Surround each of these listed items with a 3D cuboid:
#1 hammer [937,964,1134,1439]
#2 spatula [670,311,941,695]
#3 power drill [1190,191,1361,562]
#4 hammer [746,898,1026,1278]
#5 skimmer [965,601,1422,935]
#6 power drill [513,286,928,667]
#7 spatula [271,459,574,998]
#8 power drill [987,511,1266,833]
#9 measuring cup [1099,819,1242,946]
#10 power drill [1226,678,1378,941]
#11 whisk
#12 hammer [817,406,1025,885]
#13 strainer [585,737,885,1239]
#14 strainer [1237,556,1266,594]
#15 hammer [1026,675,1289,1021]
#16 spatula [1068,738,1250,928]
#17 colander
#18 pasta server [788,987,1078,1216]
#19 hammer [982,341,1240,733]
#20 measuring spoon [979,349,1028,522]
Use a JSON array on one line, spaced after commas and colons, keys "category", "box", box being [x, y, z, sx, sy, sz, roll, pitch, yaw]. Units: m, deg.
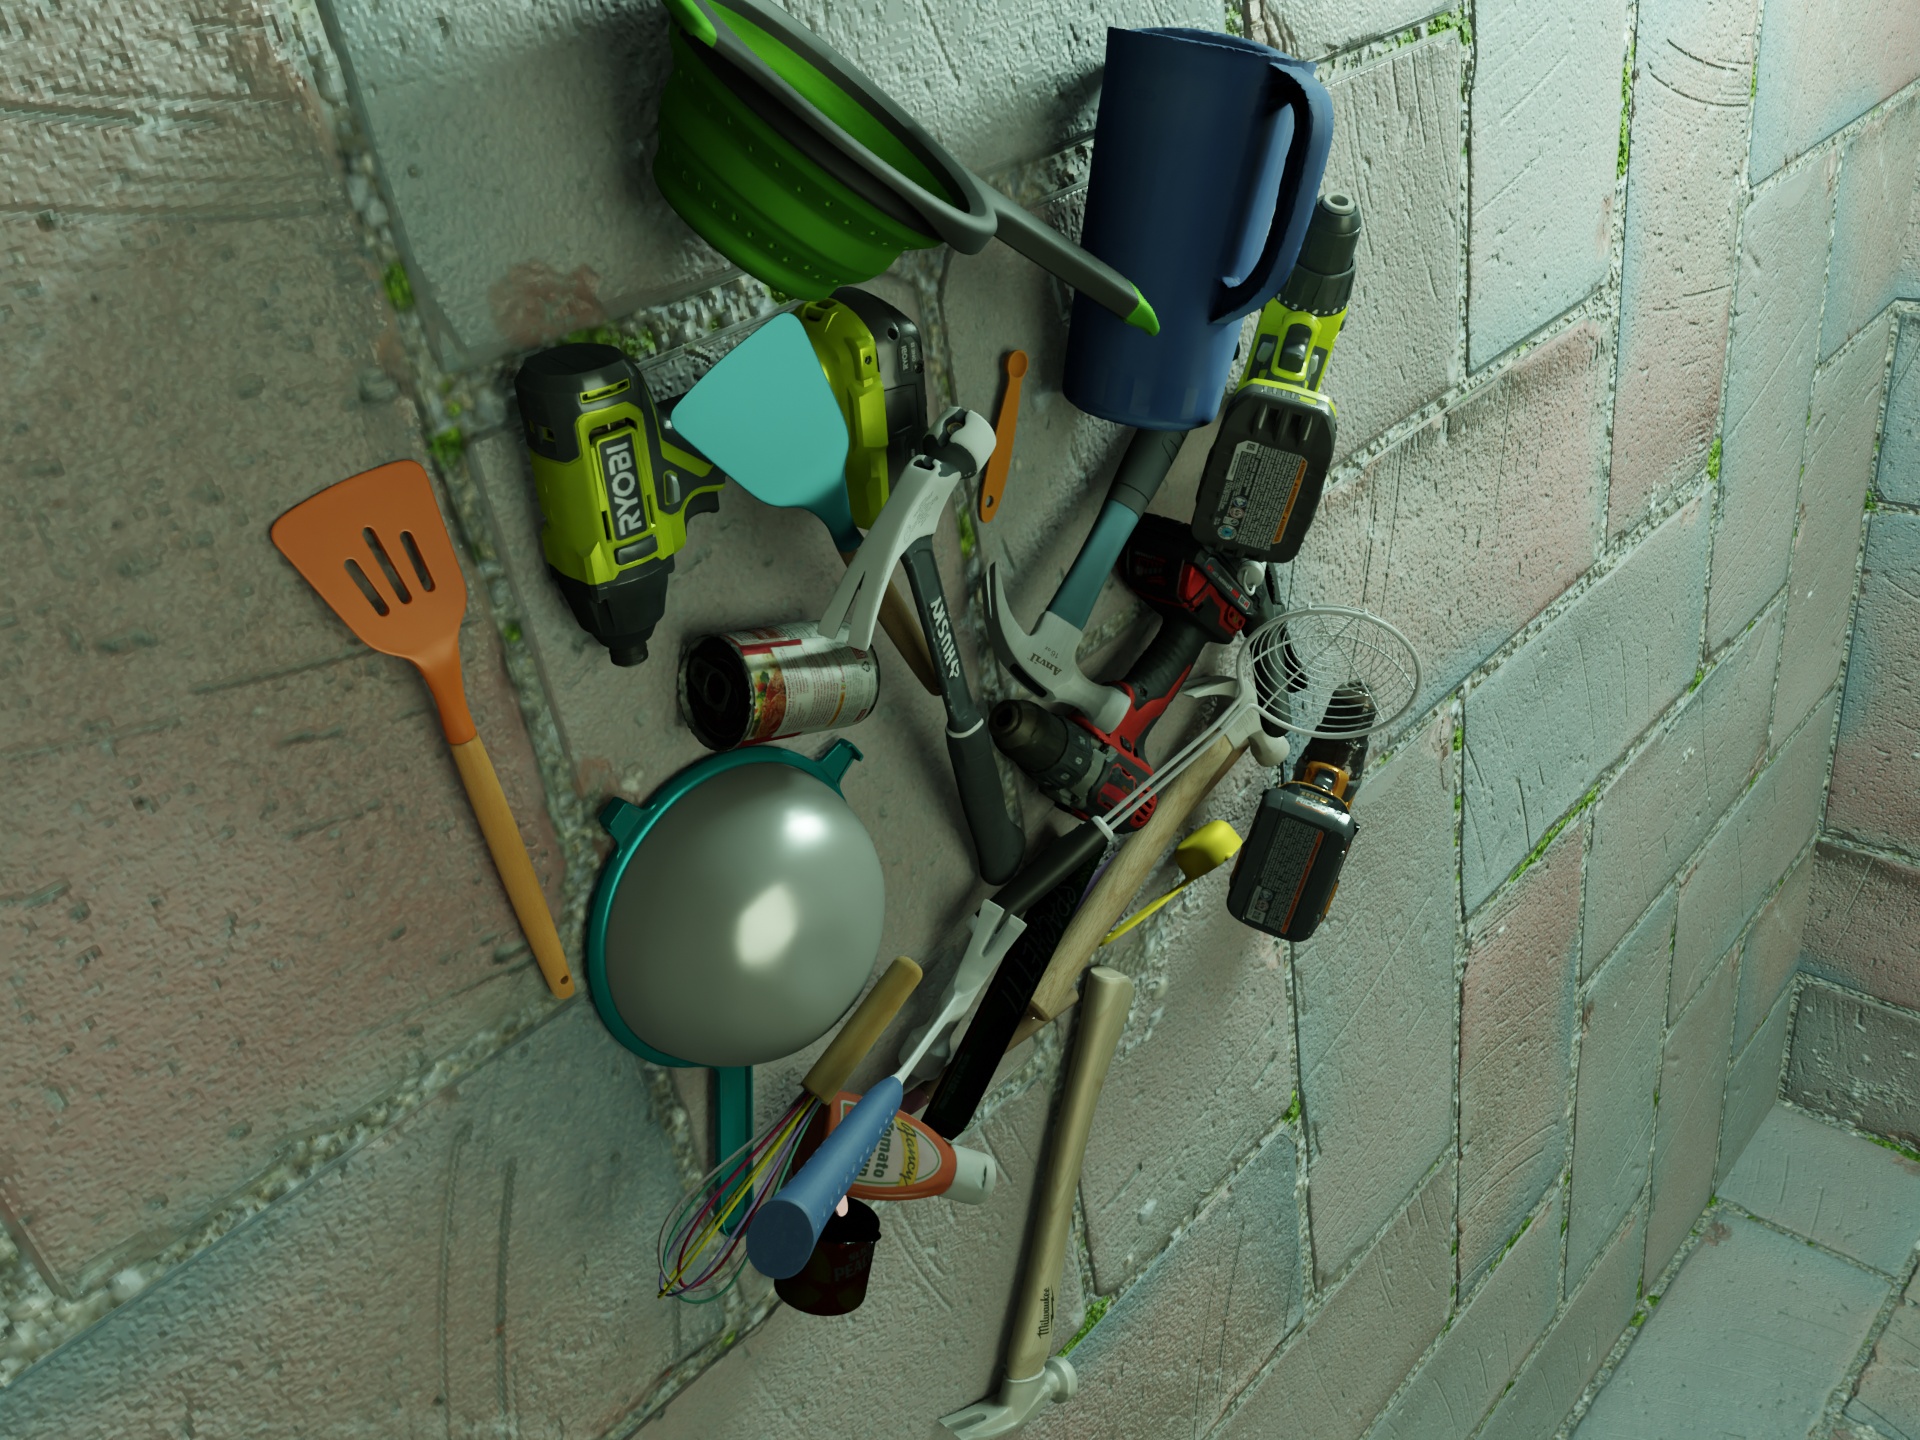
[{"category": "hammer", "box": [0.076, 0.405, 1.333, 0.146, 0.038, 0.410, 0, 104, -46]}, {"category": "spatula", "box": [-0.060, -0.095, 0.895, 0.082, 0.044, 0.317, -44, 151, -8]}, {"category": "power drill", "box": [0.231, -0.242, 1.124, 0.190, 0.080, 0.229, 99, 8, -50]}, {"category": "hammer", "box": [-0.040, 0.217, 0.960, 0.144, 0.035, 0.405, -61, 173, 13]}, {"category": "skimmer", "box": [0.159, 0.050, 1.126, 0.363, 0.090, 0.127, -40, 122, 0]}, {"category": "power drill", "box": [-0.125, -0.138, 0.870, 0.223, 0.080, 0.171, -28, 129, -34]}, {"category": "spatula", "box": [-0.256, 0.024, 0.829, 0.081, 0.041, 0.322, -37, 133, -33]}, {"category": "power drill", "box": [0.118, -0.039, 1.177, 0.187, 0.080, 0.227, 33, 83, -48]}, {"category": "measuring cup", "box": [0.169, 0.134, 1.330, 0.156, 0.062, 0.029, -35, 92, -18]}, {"category": "power drill", "box": [0.303, 0.072, 1.359, 0.226, 0.084, 0.185, -36, 145, -65]}, {"category": "whisk", "box": [-0.100, 0.243, 0.954, 0.245, 0.051, 0.047, -52, 152, -17]}, {"category": "hammer", "box": [-0.002, -0.003, 1.003, 0.149, 0.036, 0.408, -58, 155, -26]}, {"category": "strainer", "box": [-0.118, 0.189, 0.988, 0.211, 0.095, 0.340, -15, 114, -44]}, {"category": "strainer", "box": [0.230, -0.163, 1.217, 0.086, 0.050, 0.259, 60, 29, -24]}, {"category": "hammer", "box": [0.148, 0.098, 1.276, 0.331, 0.031, 0.129, -52, 126, -19]}, {"category": "spatula", "box": [0.183, 0.078, 1.334, 0.316, 0.018, 0.059, -45, 129, -25]}, {"category": "colander", "box": [-0.033, -0.265, 0.864, 0.396, 0.205, 0.094, 17, 124, -47]}, {"category": "pasta server", "box": [-0.010, 0.275, 1.185, 0.316, 0.060, 0.040, -24, 105, -45]}, {"category": "hammer", "box": [0.120, -0.158, 1.123, 0.128, 0.033, 0.331, 31, 68, -6]}, {"category": "measuring spoon", "box": [0.026, -0.190, 1.065, 0.021, 0.011, 0.117, -5, 112, -46]}]
